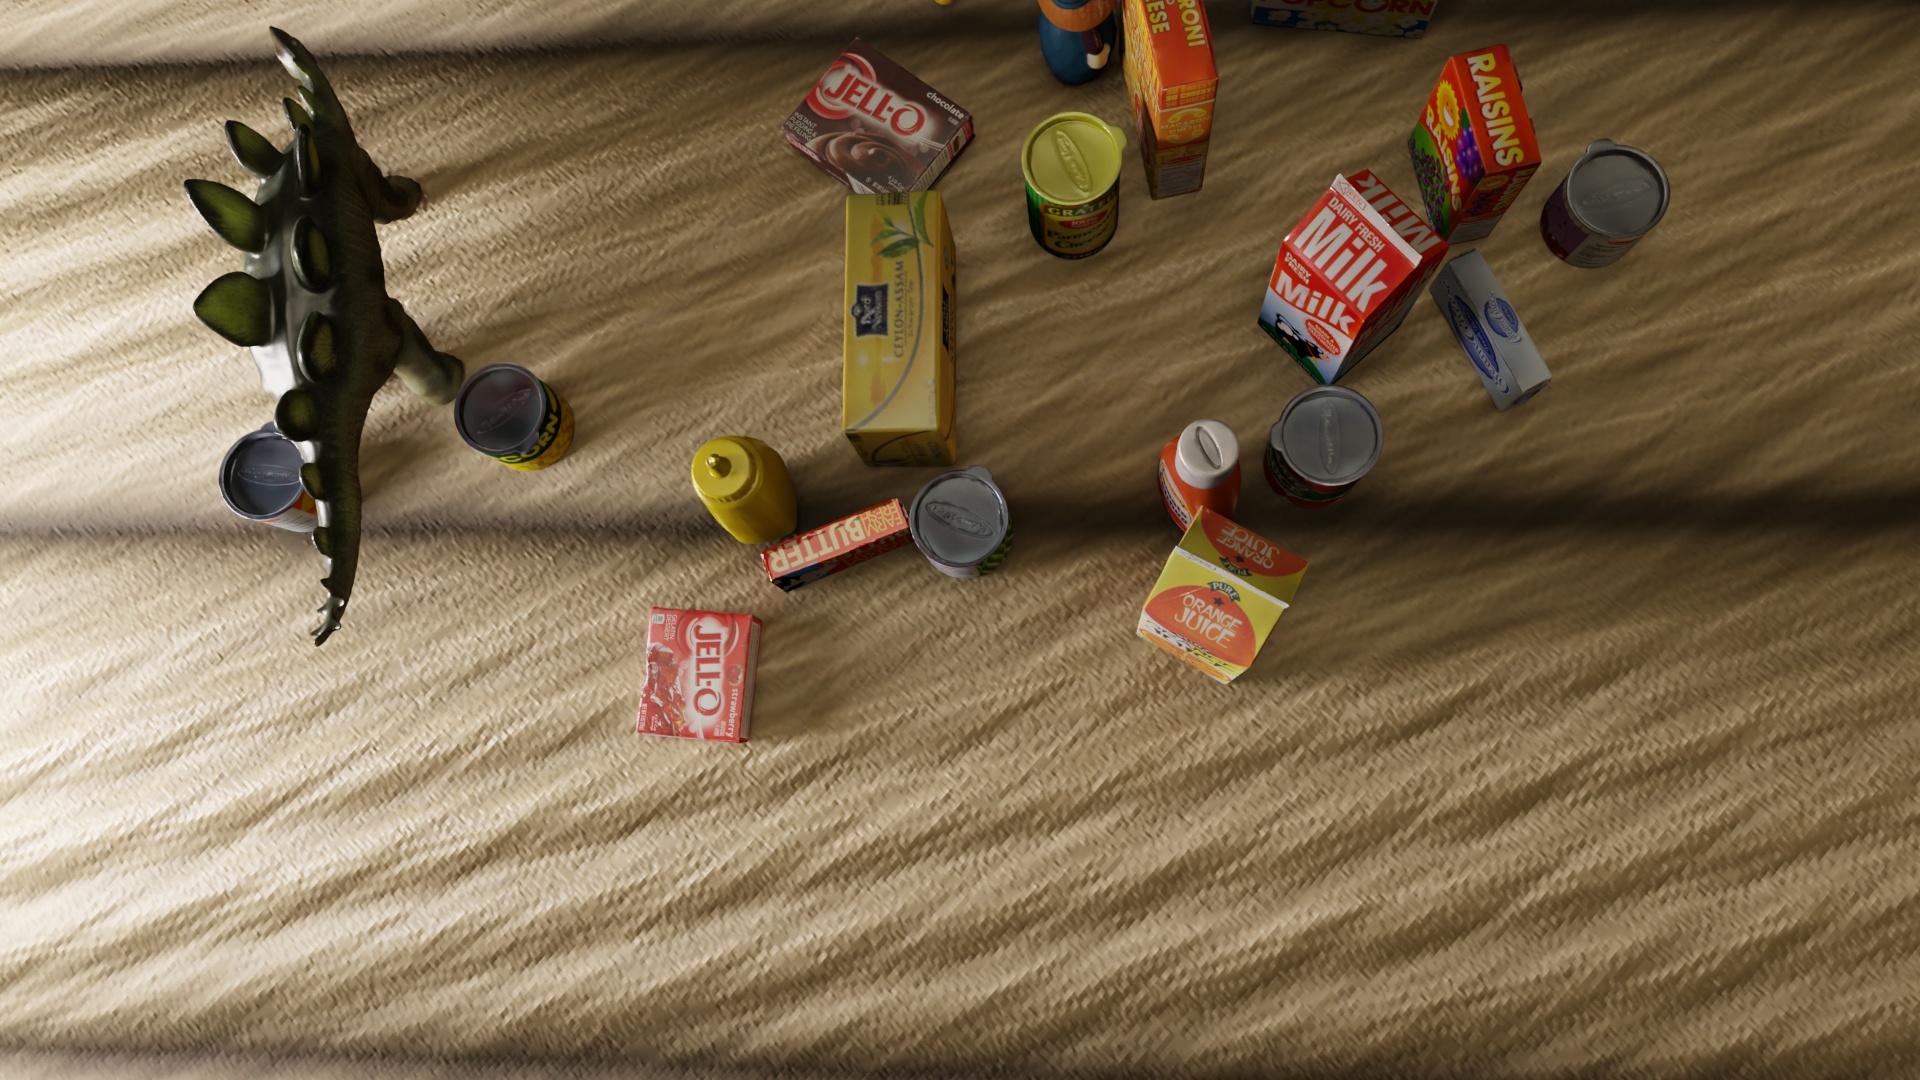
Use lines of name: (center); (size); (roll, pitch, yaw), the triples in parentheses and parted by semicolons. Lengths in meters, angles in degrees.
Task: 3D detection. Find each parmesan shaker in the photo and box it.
parmesan shaker: (0.080, -0.243, 0.959); (0.071, 0.103, 0.071); (-1, 80, 5)

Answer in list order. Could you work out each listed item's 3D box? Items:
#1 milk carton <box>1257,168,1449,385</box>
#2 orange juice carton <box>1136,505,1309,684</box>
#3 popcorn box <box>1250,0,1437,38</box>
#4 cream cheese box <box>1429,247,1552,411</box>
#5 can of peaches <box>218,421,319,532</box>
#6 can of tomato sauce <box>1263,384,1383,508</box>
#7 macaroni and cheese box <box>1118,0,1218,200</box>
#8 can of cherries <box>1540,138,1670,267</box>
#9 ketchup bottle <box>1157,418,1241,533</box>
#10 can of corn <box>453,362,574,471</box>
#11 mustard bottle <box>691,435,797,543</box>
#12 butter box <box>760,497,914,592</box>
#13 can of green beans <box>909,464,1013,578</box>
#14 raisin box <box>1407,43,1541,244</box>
milk carton: (0.249, -0.169, 0.885); (0.073, 0.190, 0.072); (-41, 79, -2)
orange juice carton: (0.159, 0.035, 0.855); (0.072, 0.192, 0.073); (30, 84, 10)
popcorn box: (0.273, -0.397, 0.978); (0.127, 0.085, 0.038); (7, 81, 7)
cream cheese box: (0.358, -0.141, 0.939); (0.024, 0.053, 0.104); (-25, 78, 1)
can of peaches: (-0.484, -0.044, 0.999); (0.071, 0.058, 0.071); (-1, 80, 5)
can of tomato sauce: (0.237, -0.060, 0.921); (0.071, 0.083, 0.071); (-1, 80, 5)
macaroni and cheese box: (0.138, -0.323, 0.936); (0.040, 0.166, 0.124); (-12, 79, 4)
can of cherries: (0.437, -0.229, 0.945); (0.071, 0.058, 0.071); (-1, 80, 5)
ketchup bottle: (0.155, -0.043, 0.892); (0.043, 0.148, 0.065); (-26, 79, 1)
can of corn: (-0.315, -0.085, 0.990); (0.071, 0.058, 0.071); (-1, 80, 5)
mustard bottle: (-0.145, -0.039, 0.913); (0.049, 0.160, 0.065); (-14, 79, 3)
butter box: (-0.082, 0.003, 0.954); (0.103, 0.053, 0.024); (-22, 79, 1)
can of green beans: (0.002, -0.010, 0.947); (0.071, 0.057, 0.071); (-1, 80, 5)
raisin box: (0.341, -0.260, 0.927); (0.040, 0.123, 0.086); (-12, 79, 4)
